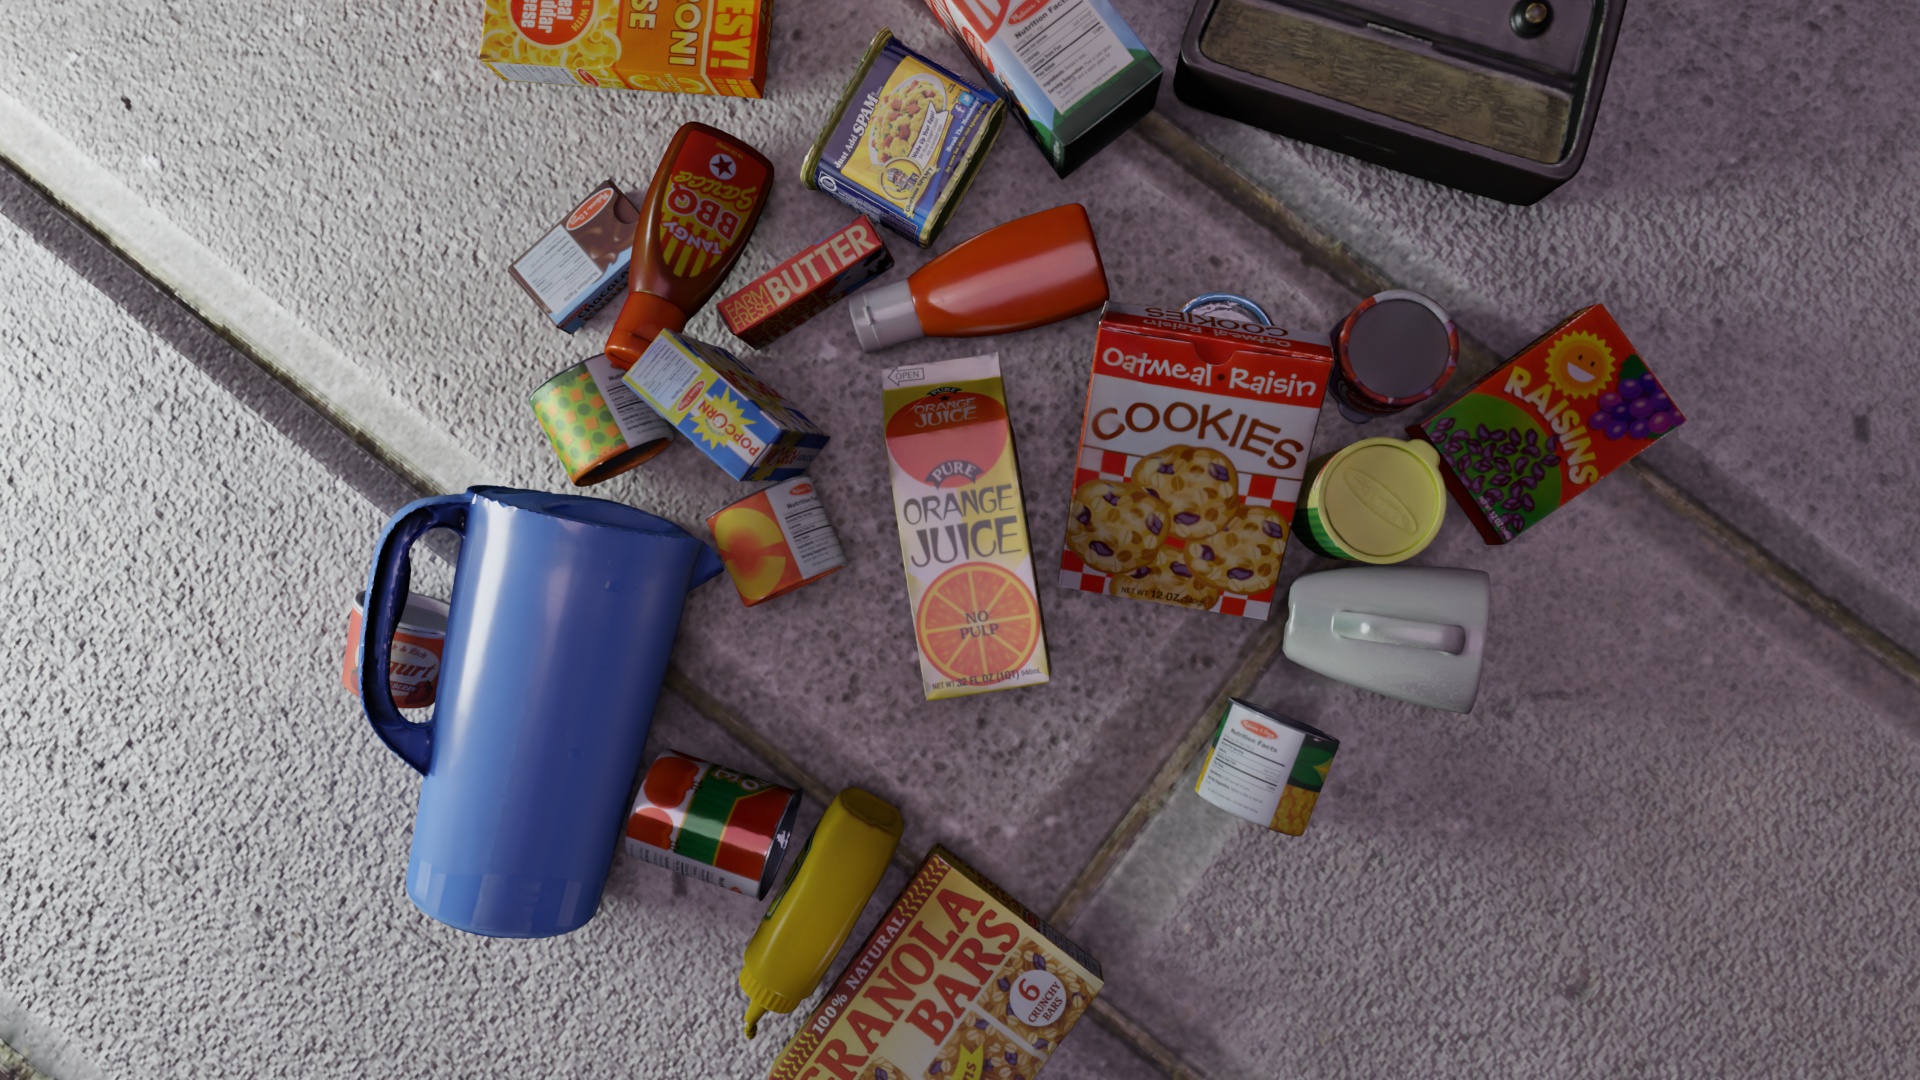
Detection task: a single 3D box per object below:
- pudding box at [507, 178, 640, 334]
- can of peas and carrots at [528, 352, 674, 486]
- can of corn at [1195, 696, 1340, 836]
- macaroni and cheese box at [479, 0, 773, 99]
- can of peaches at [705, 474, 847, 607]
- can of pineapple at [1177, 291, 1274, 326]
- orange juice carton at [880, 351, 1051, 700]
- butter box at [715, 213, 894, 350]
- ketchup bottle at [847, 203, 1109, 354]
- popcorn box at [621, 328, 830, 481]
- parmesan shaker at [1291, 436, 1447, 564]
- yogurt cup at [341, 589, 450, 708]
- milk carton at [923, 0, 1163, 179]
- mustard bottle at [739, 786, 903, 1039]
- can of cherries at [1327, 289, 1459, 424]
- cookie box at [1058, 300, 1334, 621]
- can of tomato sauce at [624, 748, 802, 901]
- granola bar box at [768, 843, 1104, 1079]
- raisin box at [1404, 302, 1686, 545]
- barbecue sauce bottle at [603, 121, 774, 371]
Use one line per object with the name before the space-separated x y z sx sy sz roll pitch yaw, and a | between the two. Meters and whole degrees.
pudding box | -0.224 -0.171 0.841 0.083 0.030 0.049 -41 86 2
can of peas and carrots | -0.213 -0.070 0.821 0.071 0.071 0.058 -29 88 3
can of corn | 0.176 0.129 0.793 0.071 0.071 0.058 21 91 4
macaroni and cheese box | -0.196 -0.338 0.838 0.166 0.040 0.123 6 89 4
can of peaches | -0.109 0.002 0.813 0.071 0.071 0.058 -25 88 3
can of pineapple | 0.148 -0.108 0.802 0.071 0.058 0.071 0 89 4
orange juice carton | 0.003 -0.010 0.801 0.072 0.073 0.192 -9 88 4
butter box | -0.090 -0.151 0.820 0.103 0.053 0.024 -31 86 2
ketchup bottle | 0.009 -0.148 0.819 0.149 0.043 0.064 -16 87 3
popcorn box | -0.128 -0.073 0.784 0.085 0.127 0.038 41 96 4
parmesan shaker | 0.225 -0.023 0.773 0.071 0.103 0.071 0 90 4
yogurt cup | -0.332 0.065 0.826 0.072 0.072 0.054 20 99 4
milk carton | 0.030 -0.314 0.808 0.073 0.072 0.190 -37 88 2
mustard bottle | -0.089 0.223 0.808 0.049 0.065 0.160 30 95 -1
can of cherries | 0.245 -0.104 0.796 0.071 0.058 0.071 0 88 3
cookie box | 0.126 -0.042 0.770 0.123 0.040 0.166 9 122 4
can of tomato sauce | -0.143 0.163 0.811 0.083 0.071 0.071 17 90 4
granola bar box | -0.014 0.281 0.813 0.124 0.039 0.165 37 91 3
raisin box | 0.335 -0.066 0.799 0.123 0.040 0.086 -35 86 3
barbecue sauce bottle | -0.162 -0.166 0.808 0.065 0.043 0.149 25 72 -20
